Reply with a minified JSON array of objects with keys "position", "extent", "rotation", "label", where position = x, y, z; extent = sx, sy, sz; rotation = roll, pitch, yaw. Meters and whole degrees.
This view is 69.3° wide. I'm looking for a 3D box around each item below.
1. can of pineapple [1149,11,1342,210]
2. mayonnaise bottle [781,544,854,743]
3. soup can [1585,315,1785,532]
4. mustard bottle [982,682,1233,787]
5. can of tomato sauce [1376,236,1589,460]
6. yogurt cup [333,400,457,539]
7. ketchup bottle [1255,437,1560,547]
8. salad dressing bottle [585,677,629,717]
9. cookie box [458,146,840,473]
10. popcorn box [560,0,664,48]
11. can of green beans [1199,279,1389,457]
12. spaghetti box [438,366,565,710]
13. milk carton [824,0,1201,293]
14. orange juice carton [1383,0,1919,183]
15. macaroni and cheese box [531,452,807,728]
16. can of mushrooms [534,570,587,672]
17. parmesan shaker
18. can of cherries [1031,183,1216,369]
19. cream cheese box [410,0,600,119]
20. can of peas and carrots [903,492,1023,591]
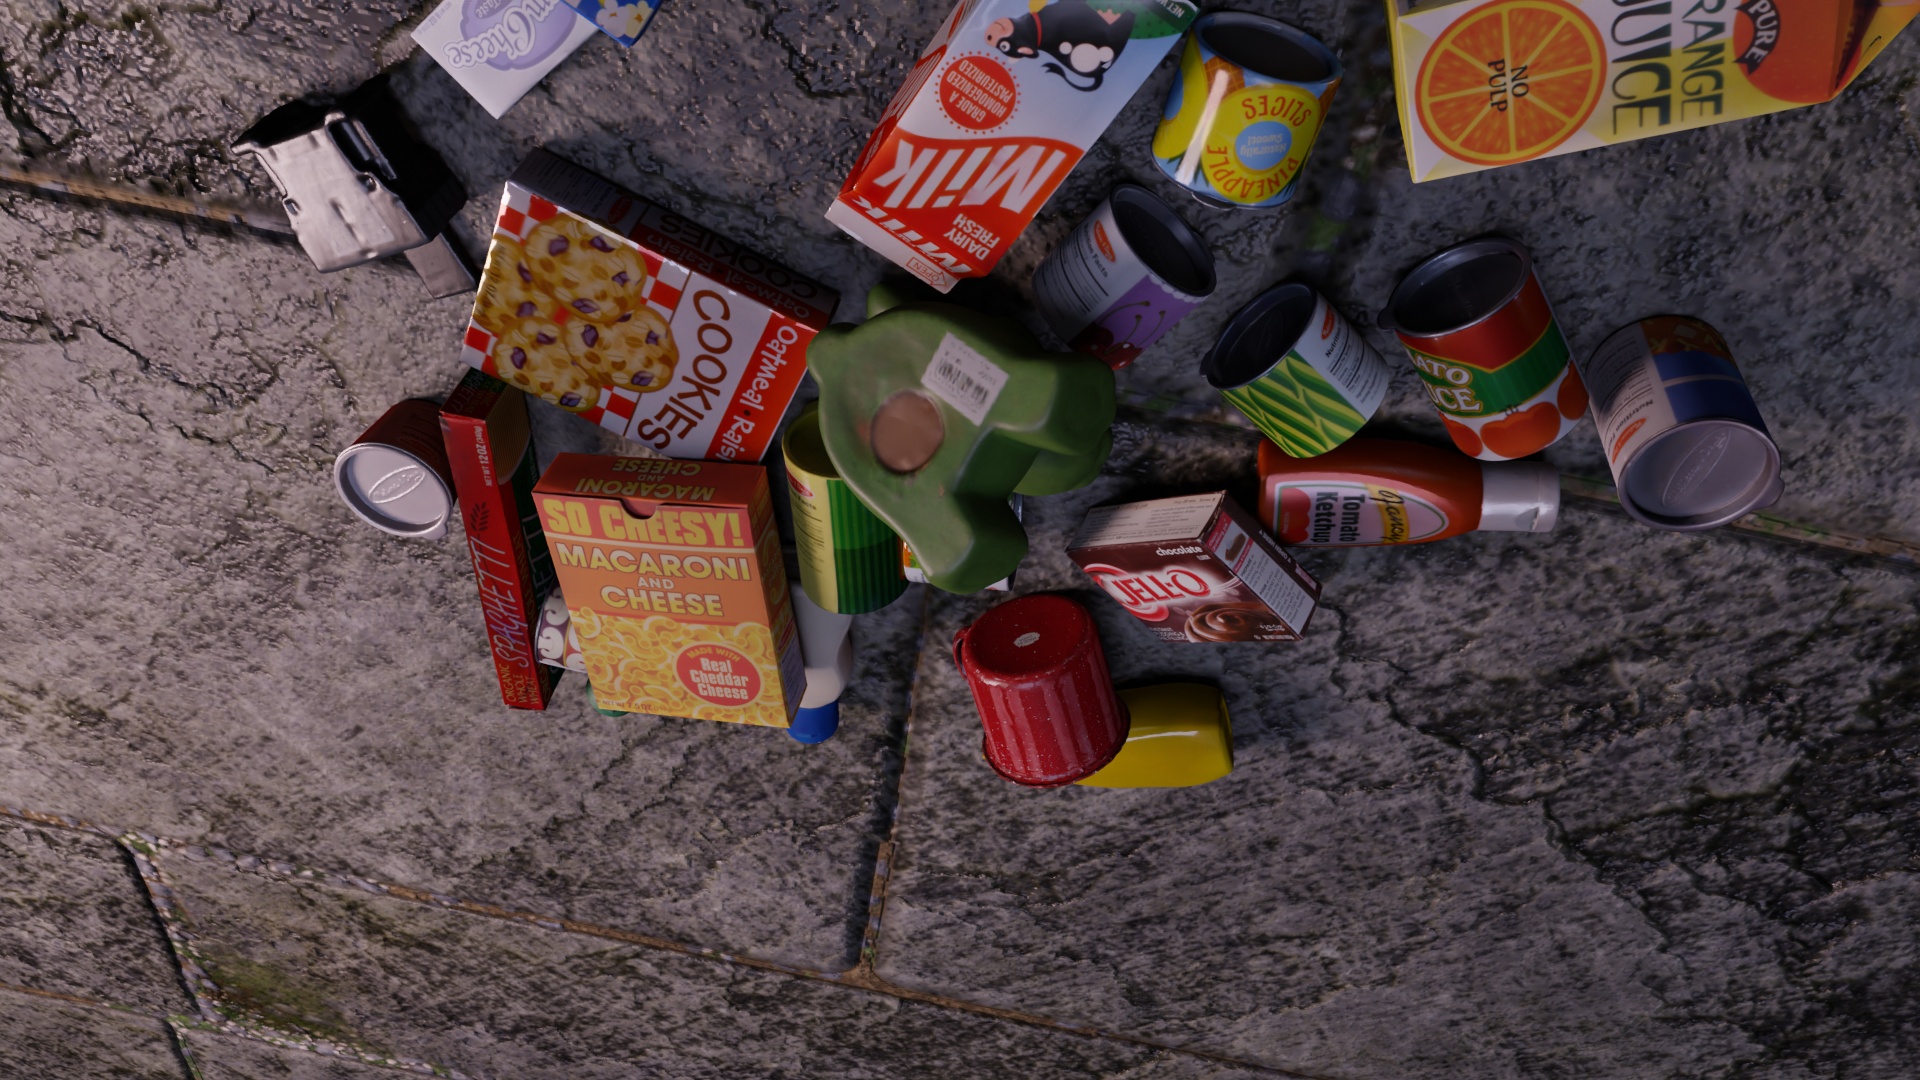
[{"position":[0.120,-0.181,0.585],"extent":[0.071,0.071,0.057],"rotation":[14,132,-2],"label":"can of pineapple"},{"position":[-0.096,0.068,0.872],"extent":[0.065,0.041,0.147],"rotation":[9,134,5],"label":"mayonnaise bottle"},{"position":[0.337,-0.055,0.649],"extent":[0.071,0.084,0.071],"rotation":[5,133,6],"label":"soup can"},{"position":[0.090,0.126,0.883],"extent":[0.160,0.049,0.065],"rotation":[-6,131,16],"label":"mustard bottle"},{"position":[0.245,-0.087,0.648],"extent":[0.071,0.071,0.083],"rotation":[-22,125,27],"label":"can of tomato sauce"},{"position":[-0.317,-0.044,0.802],"extent":[0.072,0.054,0.072],"rotation":[5,132,6],"label":"yogurt cup"},{"position":[0.230,-0.024,0.724],"extent":[0.149,0.044,0.064],"rotation":[1,138,9],"label":"ketchup bottle"},{"position":[-0.192,0.065,0.885],"extent":[0.064,0.044,0.147],"rotation":[34,130,-19],"label":"salad dressing bottle"},{"position":[-0.162,-0.110,0.723],"extent":[0.167,0.040,0.122],"rotation":[25,132,-11],"label":"cookie box"},{"position":[-0.133,-0.274,0.550],"extent":[0.085,0.038,0.126],"rotation":[33,114,-18],"label":"popcorn box"},{"position":[0.162,-0.082,0.669],"extent":[0.057,0.071,0.071],"rotation":[38,127,-23],"label":"can of green beans"},{"position":[-0.272,0.007,0.843],"extent":[0.029,0.050,0.248],"rotation":[9,133,4],"label":"spaghetti box"},{"position":[0.016,-0.187,0.596],"extent":[0.072,0.074,0.189],"rotation":[31,130,-17],"label":"milk carton"},{"position":[0.266,-0.205,0.534],"extent":[0.192,0.072,0.072],"rotation":[-8,130,18],"label":"orange juice carton"},{"position":[-0.160,0.031,0.790],"extent":[0.124,0.040,0.165],"rotation":[4,130,11],"label":"macaroni and cheese box"},{"position":[-0.237,0.045,0.860],"extent":[0.033,0.071,0.070],"rotation":[14,133,-3],"label":"can of mushrooms"},{"position":[-0.062,-0.019,0.772],"extent":[0.071,0.072,0.102],"rotation":[5,133,6],"label":"parmesan shaker"},{"position":[0.078,-0.122,0.650],"extent":[0.071,0.072,0.058],"rotation":[34,129,-19],"label":"can of cherries"},{"position":[-0.192,-0.240,0.621],"extent":[0.103,0.024,0.053],"rotation":[-27,123,30],"label":"cream cheese box"},{"position":[0.003,-0.010,0.767],"extent":[0.059,0.071,0.070],"rotation":[5,132,7],"label":"can of peas and carrots"}]
